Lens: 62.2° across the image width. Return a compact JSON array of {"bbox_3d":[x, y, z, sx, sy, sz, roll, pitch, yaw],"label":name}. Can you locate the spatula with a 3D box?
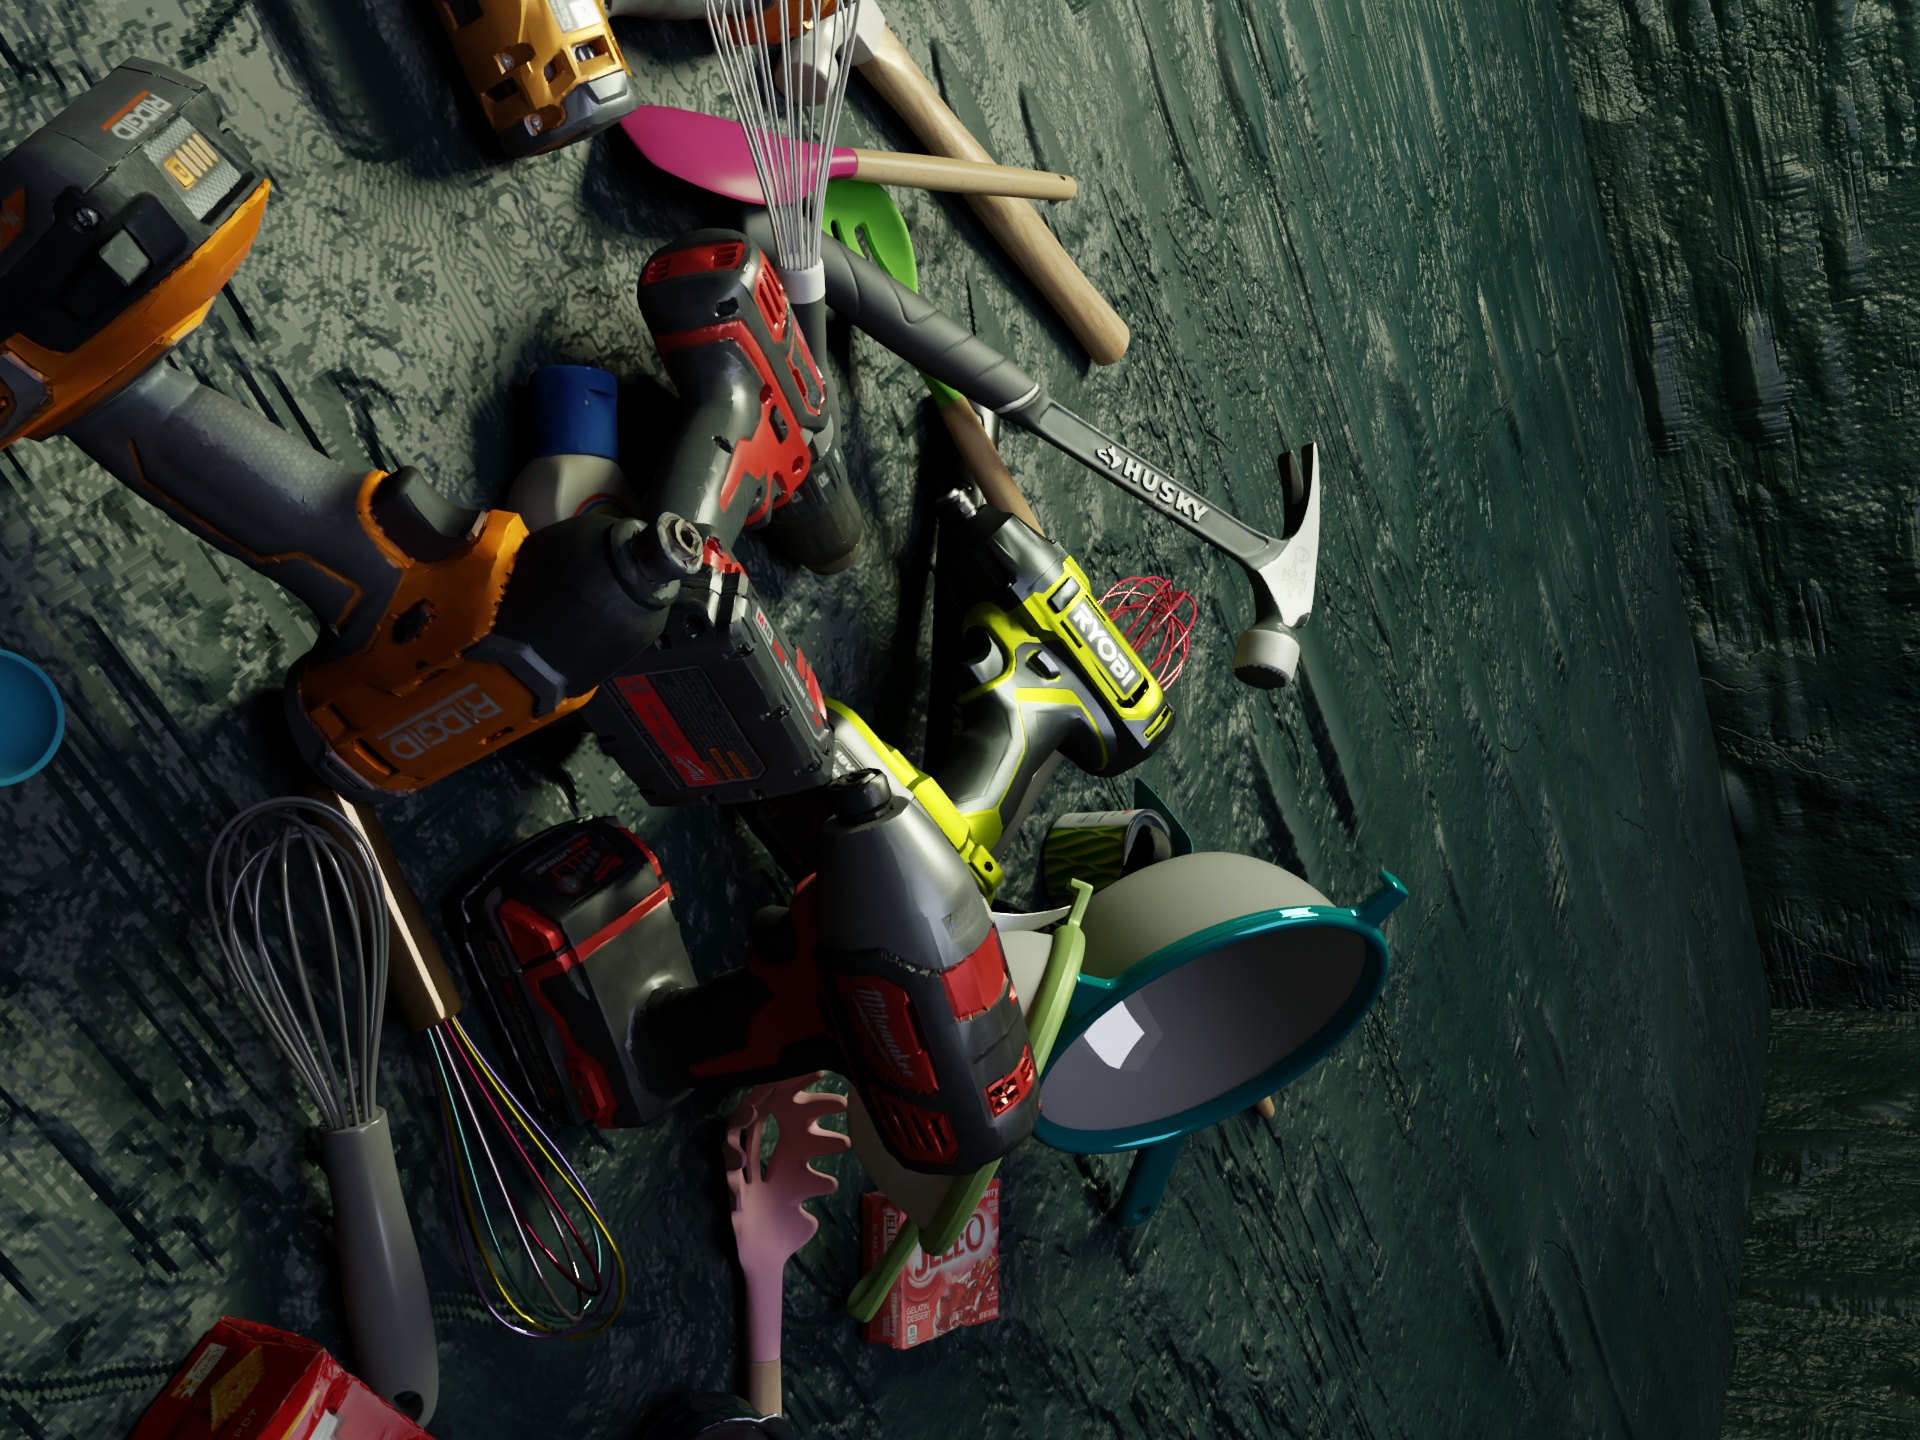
[{"bbox_3d":[0.173,0.175,1.091,0.044,0.082,0.317,-32,126,-3],"label":"spatula"}]

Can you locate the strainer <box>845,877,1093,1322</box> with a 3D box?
[{"bbox_3d":[-0.025,0.184,0.711,0.256,0.069,0.152,-64,179,35],"label":"strainer"}]

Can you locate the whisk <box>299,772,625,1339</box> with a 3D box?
[{"bbox_3d":[-0.184,0.129,0.597,0.051,0.047,0.245,-36,112,-49],"label":"whisk"}]

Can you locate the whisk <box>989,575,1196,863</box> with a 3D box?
[{"bbox_3d":[0.064,0.002,0.953,0.296,0.073,0.073,-50,125,-39],"label":"whisk"}]

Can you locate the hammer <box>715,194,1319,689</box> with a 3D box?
[{"bbox_3d":[0.048,-0.168,0.854,0.408,0.036,0.149,28,68,-27],"label":"hammer"}]

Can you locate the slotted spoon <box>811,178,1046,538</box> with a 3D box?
[{"bbox_3d":[0.006,-0.148,0.861,0.070,0.031,0.313,-39,104,-40],"label":"slotted spoon"}]

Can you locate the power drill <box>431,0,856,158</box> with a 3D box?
[{"bbox_3d":[-0.150,-0.362,0.682,0.226,0.084,0.185,-45,120,-42],"label":"power drill"}]

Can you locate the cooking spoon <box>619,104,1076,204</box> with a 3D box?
[{"bbox_3d":[-0.040,-0.286,0.822,0.319,0.017,0.069,-15,60,-47],"label":"cooking spoon"}]

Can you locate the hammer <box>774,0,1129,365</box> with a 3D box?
[{"bbox_3d":[0.013,-0.321,0.945,0.331,0.031,0.130,37,57,-47],"label":"hammer"}]

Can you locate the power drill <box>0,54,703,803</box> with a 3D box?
[{"bbox_3d":[-0.197,-0.080,0.492,0.226,0.164,0.084,50,29,-32],"label":"power drill"}]

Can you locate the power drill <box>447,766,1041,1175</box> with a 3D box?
[{"bbox_3d":[-0.081,0.090,0.592,0.078,0.220,0.143,-37,116,-50],"label":"power drill"}]

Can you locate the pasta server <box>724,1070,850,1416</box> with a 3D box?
[{"bbox_3d":[-0.085,0.317,0.717,0.060,0.040,0.316,5,83,-42],"label":"pasta server"}]

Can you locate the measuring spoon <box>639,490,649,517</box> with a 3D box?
[{"bbox_3d":[-0.143,-0.047,0.707,0.034,0.018,0.124,29,69,-57],"label":"measuring spoon"}]

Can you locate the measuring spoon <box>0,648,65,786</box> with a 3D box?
[{"bbox_3d":[-0.321,-0.023,0.451,0.128,0.021,0.042,40,53,-34],"label":"measuring spoon"}]

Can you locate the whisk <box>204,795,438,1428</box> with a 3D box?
[{"bbox_3d":[-0.214,0.141,0.552,0.055,0.055,0.239,-22,108,-54],"label":"whisk"}]

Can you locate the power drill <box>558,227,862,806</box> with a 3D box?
[{"bbox_3d":[-0.092,-0.073,0.684,0.187,0.080,0.227,66,21,-50],"label":"power drill"}]

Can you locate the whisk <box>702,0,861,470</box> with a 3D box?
[{"bbox_3d":[-0.075,-0.229,0.716,0.284,0.070,0.070,91,24,-42],"label":"whisk"}]

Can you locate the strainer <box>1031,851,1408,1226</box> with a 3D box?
[{"bbox_3d":[0.109,0.179,0.902,0.340,0.211,0.095,97,-26,-49],"label":"strainer"}]

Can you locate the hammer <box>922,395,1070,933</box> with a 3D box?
[{"bbox_3d":[0.003,-0.040,0.867,0.146,0.035,0.335,16,67,-31],"label":"hammer"}]

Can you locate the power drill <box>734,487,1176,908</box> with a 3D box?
[{"bbox_3d":[-0.001,-0.003,0.786,0.171,0.080,0.223,52,50,-11],"label":"power drill"}]
